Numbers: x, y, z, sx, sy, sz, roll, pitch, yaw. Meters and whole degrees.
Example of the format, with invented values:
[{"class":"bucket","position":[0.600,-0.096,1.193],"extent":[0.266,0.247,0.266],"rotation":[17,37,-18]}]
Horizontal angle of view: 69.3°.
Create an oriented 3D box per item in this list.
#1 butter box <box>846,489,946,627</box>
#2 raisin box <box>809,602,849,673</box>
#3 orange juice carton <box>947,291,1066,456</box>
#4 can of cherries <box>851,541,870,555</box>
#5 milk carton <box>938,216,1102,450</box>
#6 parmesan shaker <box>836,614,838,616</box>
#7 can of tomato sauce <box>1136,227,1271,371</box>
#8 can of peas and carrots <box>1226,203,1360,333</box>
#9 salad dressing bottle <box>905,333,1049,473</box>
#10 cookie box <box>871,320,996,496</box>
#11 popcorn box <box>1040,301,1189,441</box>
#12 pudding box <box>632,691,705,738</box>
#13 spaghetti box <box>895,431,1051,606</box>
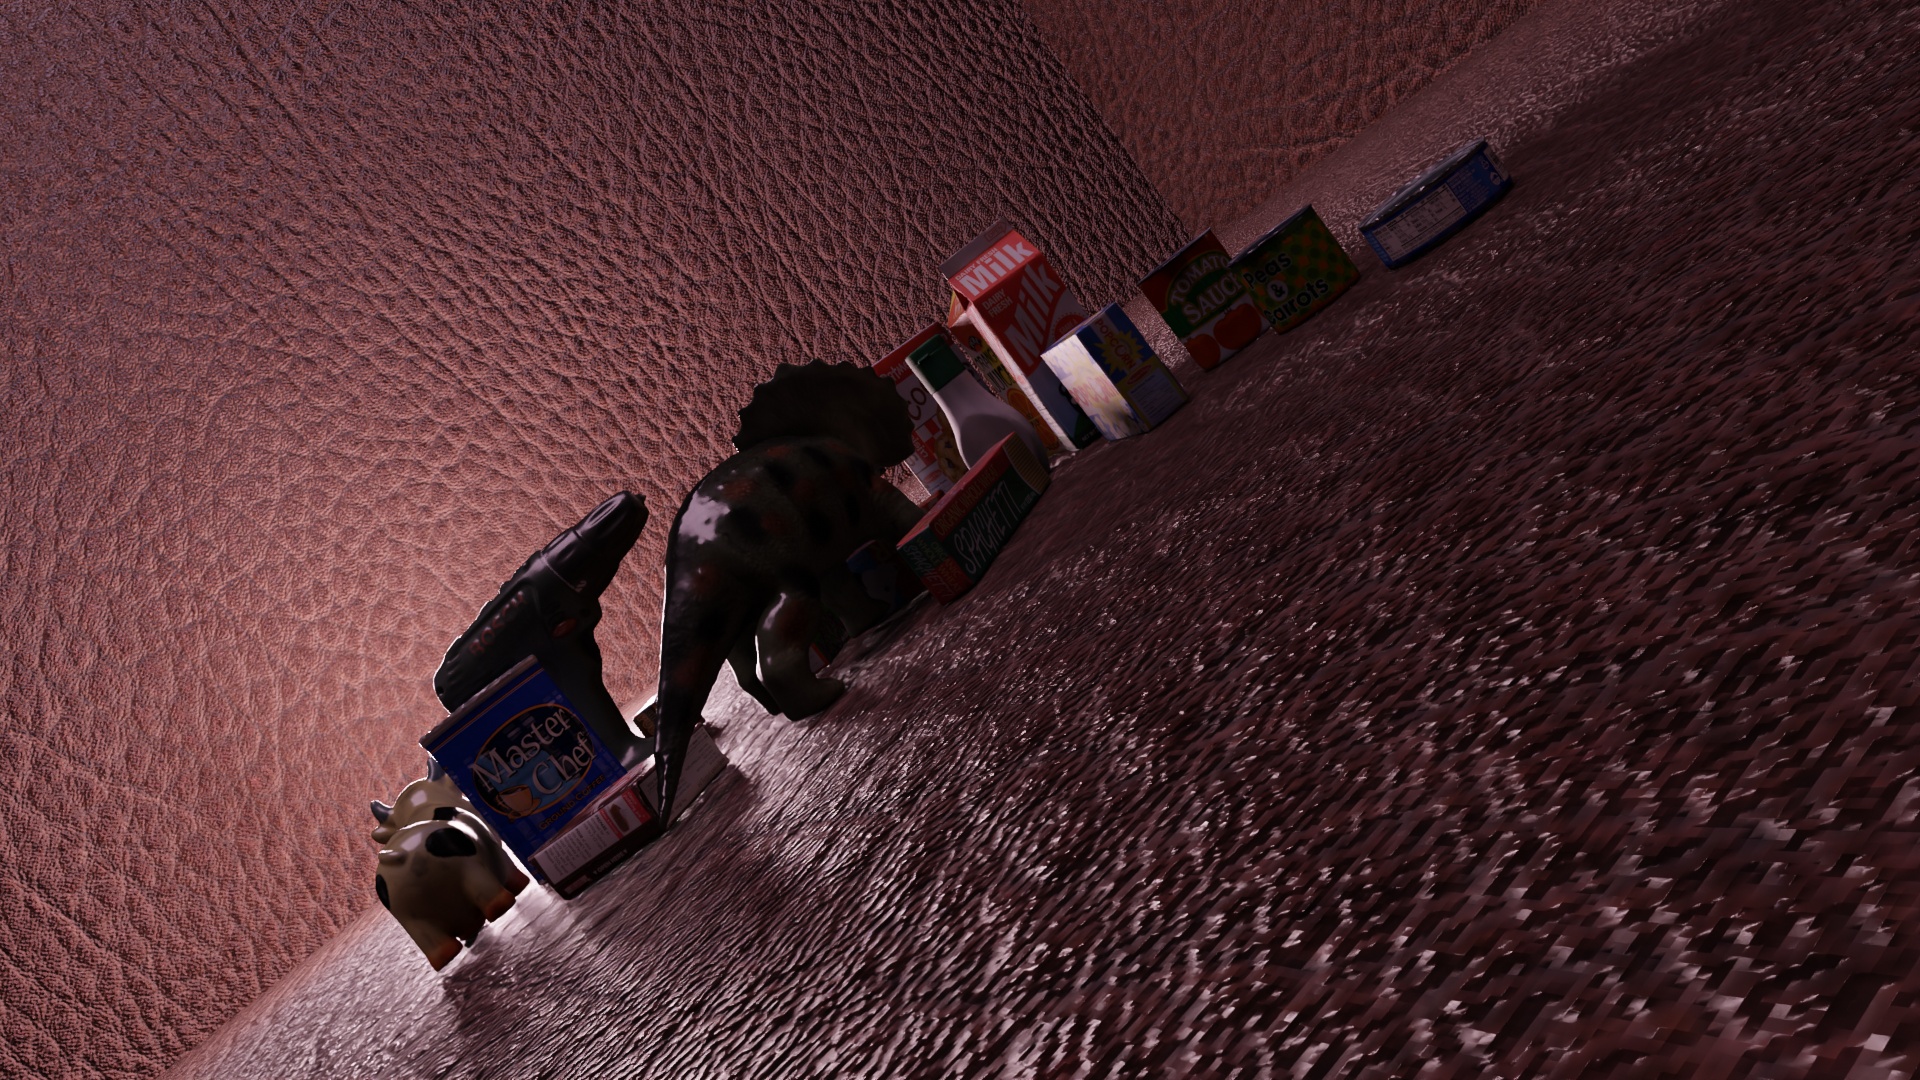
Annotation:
[{"class":"butter box","position":[-0.039,0.013,1.019],"extent":[0.103,0.053,0.024],"rotation":[-37,5,10]},{"class":"raisin box","position":[-0.142,0.044,1.047],"extent":[0.040,0.123,0.086],"rotation":[-37,5,13]},{"class":"orange juice carton","position":[0.056,-0.174,1.233],"extent":[0.073,0.192,0.071],"rotation":[-39,5,-14]},{"class":"can of cherries","position":[-0.079,0.009,1.287],"extent":[0.071,0.058,0.071],"rotation":[-37,5,4]},{"class":"milk carton","position":[0.066,-0.171,1.150],"extent":[0.072,0.190,0.073],"rotation":[-38,5,-2]},{"class":"parmesan shaker","position":[-0.164,0.042,1.322],"extent":[0.071,0.103,0.071],"rotation":[-38,5,4]},{"class":"can of tomato sauce","position":[0.180,-0.175,1.013],"extent":[0.071,0.083,0.071],"rotation":[-37,5,4]},{"class":"can of peas and carrots","position":[0.218,-0.177,0.911],"extent":[0.071,0.058,0.071],"rotation":[-37,5,4]},{"class":"salad dressing bottle","position":[0.013,-0.103,1.155],"extent":[0.064,0.147,0.044],"rotation":[-36,5,20]},{"class":"cookie box","position":[-0.015,-0.114,1.329],"extent":[0.040,0.167,0.123],"rotation":[-33,7,44]},{"class":"popcorn box","position":[0.107,-0.117,0.990],"extent":[0.038,0.085,0.126],"rotation":[-38,5,-6]},{"class":"pudding box","position":[-0.260,0.160,1.239],"extent":[0.030,0.049,0.084],"rotation":[-38,5,3]},{"class":"spaghetti box","position":[0.015,-0.021,0.967],"extent":[0.028,0.050,0.251],"rotation":[-36,6,23]}]
